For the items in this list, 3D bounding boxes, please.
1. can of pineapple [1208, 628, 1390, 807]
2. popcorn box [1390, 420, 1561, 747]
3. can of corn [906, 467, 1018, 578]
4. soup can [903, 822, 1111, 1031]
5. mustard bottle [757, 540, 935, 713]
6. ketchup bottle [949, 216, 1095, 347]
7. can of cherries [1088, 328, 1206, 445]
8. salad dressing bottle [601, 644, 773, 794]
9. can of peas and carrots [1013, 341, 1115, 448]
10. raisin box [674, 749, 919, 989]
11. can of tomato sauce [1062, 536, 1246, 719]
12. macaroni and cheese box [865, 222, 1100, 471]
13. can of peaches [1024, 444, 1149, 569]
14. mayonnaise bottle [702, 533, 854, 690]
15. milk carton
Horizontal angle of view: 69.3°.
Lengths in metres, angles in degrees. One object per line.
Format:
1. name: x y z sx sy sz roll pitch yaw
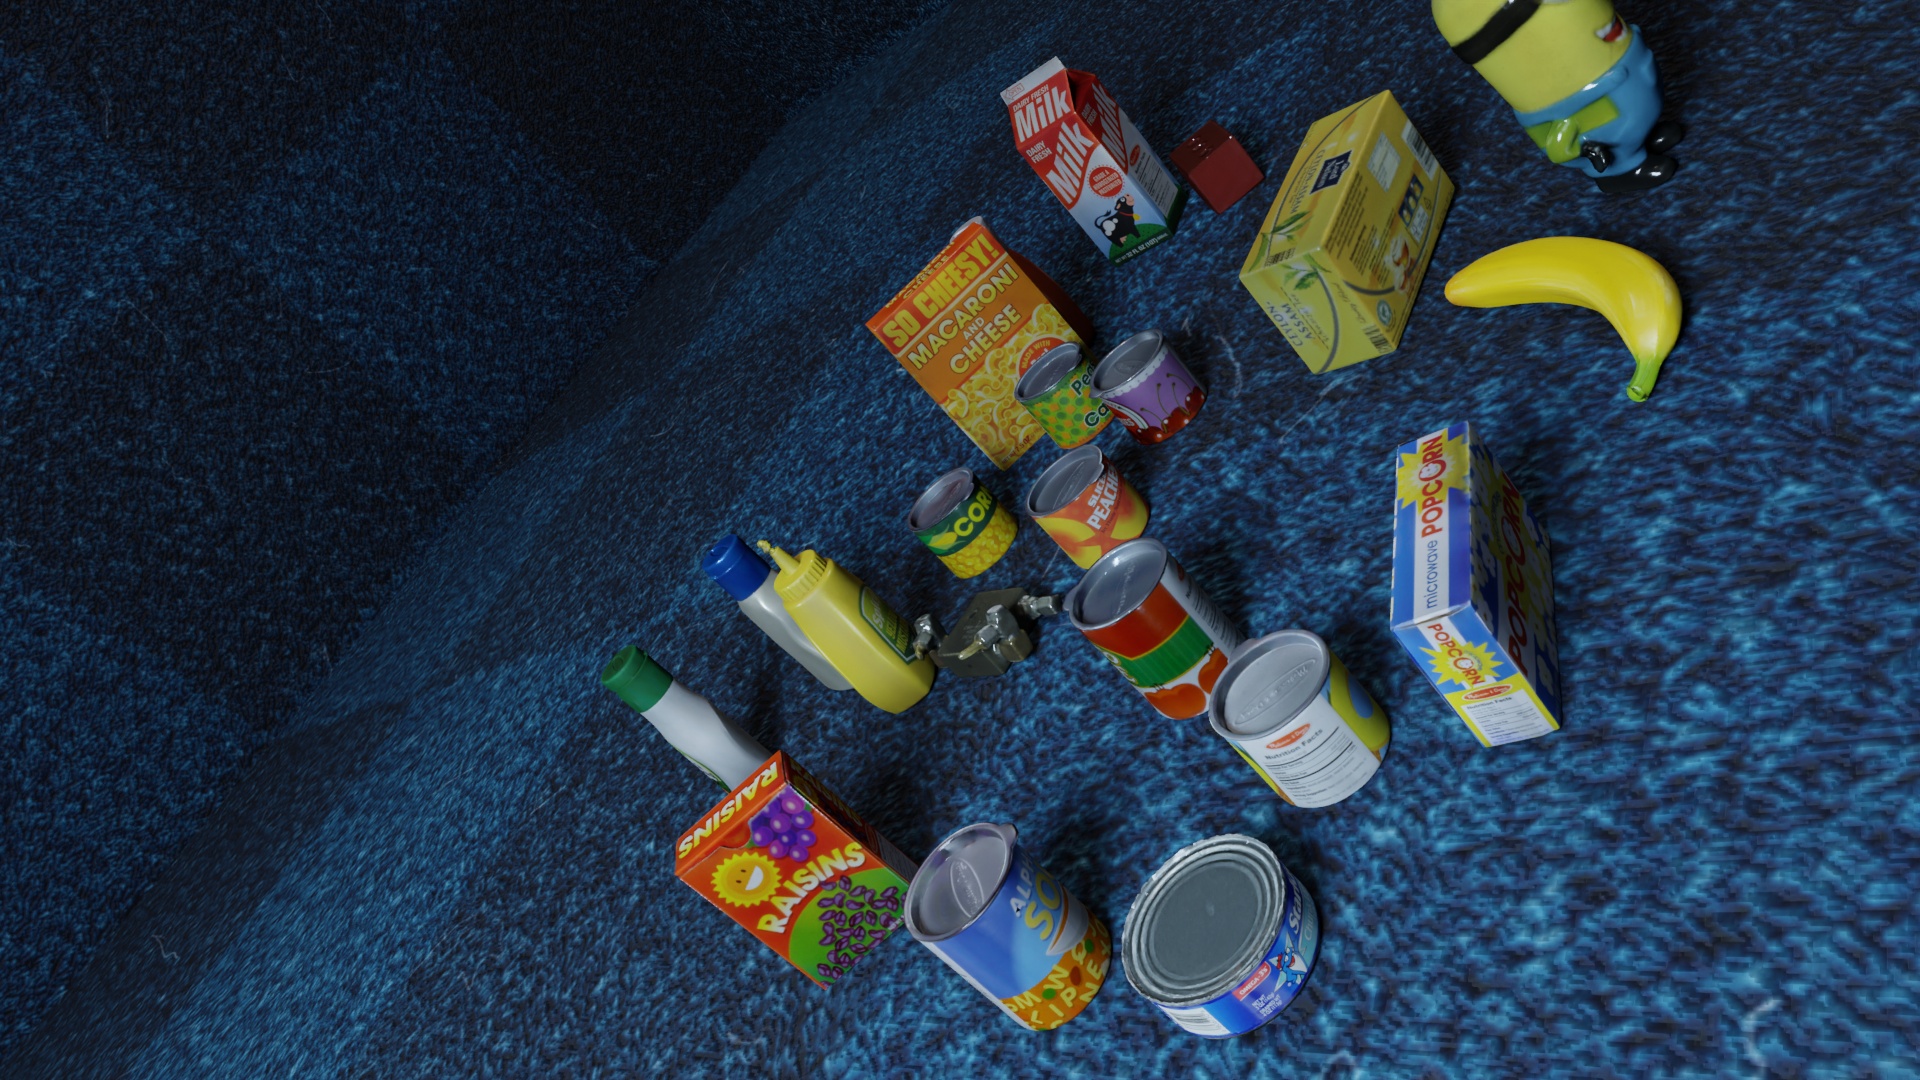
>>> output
1. can of pineapple: 0.162 0.084 0.666 0.071 0.057 0.071 -35 25 20
2. popcorn box: 0.233 0.018 0.629 0.038 0.085 0.127 -26 30 36
3. can of corn: 0.004 -0.013 1.071 0.071 0.058 0.071 -35 25 20
4. soup can: 0.026 0.187 0.679 0.071 0.083 0.072 -35 25 20
5. mustard bottle: -0.083 0.053 0.973 0.048 0.160 0.065 -35 25 20
6. ketchup bottle: 0.051 -0.218 1.218 0.064 0.148 0.044 -24 31 39
7. can of cherries: 0.137 -0.111 1.022 0.071 0.058 0.072 -35 25 20
8. salad dressing bottle: -0.202 0.137 1.039 0.044 0.147 0.064 -47 24 -7
9. can of peas and carrots: 0.088 -0.116 1.106 0.071 0.058 0.071 -35 25 20
10. raisin box: -0.091 0.192 0.805 0.086 0.123 0.040 -41 24 7
11. can of tomato sauce: 0.109 0.050 0.772 0.071 0.083 0.071 -35 25 20
12. macaroni and cheese box: 0.022 -0.158 1.145 0.124 0.166 0.040 -44 24 0
13. can of peaches: 0.089 -0.023 0.953 0.071 0.058 0.071 -35 25 20
14. mayonnaise bottle: -0.132 0.056 1.060 0.064 0.148 0.041 -3 47 56
15. milk carton: 0.121 -0.354 1.279 0.072 0.190 0.074 -23 32 40
